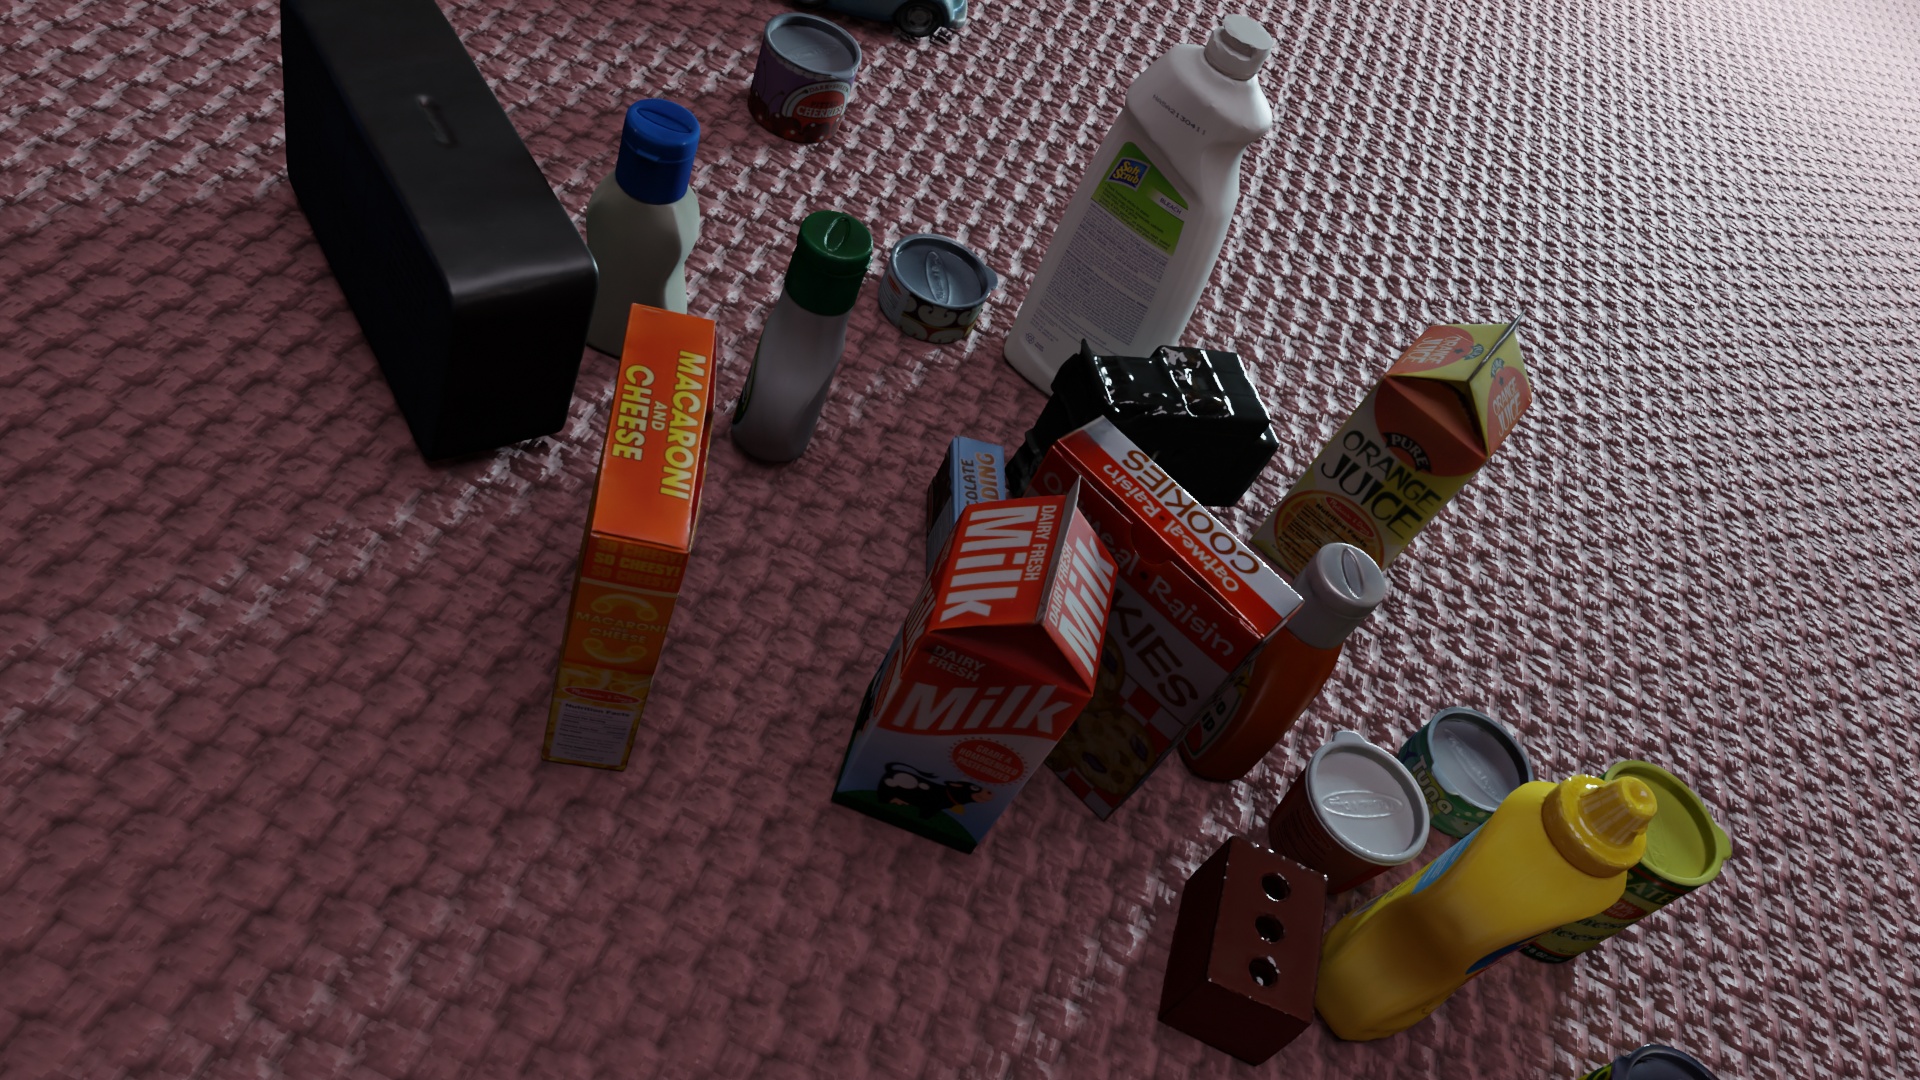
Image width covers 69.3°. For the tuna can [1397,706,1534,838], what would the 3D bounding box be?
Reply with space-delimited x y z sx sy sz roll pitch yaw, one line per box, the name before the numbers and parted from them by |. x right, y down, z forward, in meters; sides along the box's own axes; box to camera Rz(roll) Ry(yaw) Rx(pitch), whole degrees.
tuna can | 0.275 0.129 0.763 0.071 0.032 0.071 12 49 -15

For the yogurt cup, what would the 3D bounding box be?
yogurt cup | 0.193 0.142 0.700 0.072 0.053 0.073 12 49 -15

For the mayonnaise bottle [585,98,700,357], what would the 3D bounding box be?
mayonnaise bottle | -0.167 -0.159 0.724 0.065 0.147 0.041 22 47 -7

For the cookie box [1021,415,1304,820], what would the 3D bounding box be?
cookie box | 0.066 0.041 0.650 0.123 0.166 0.040 44 49 14

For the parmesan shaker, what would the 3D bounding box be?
parmesan shaker | 0.324 0.166 0.706 0.071 0.102 0.072 12 49 -15

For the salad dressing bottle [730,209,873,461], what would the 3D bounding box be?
salad dressing bottle | -0.082 -0.103 0.716 0.044 0.146 0.064 22 47 -6

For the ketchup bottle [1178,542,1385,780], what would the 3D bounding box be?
ketchup bottle | 0.156 0.059 0.688 0.043 0.148 0.065 11 49 -16

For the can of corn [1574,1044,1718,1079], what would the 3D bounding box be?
can of corn | 0.313 0.274 0.642 0.071 0.058 0.071 12 49 -15

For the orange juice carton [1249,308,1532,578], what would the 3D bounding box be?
orange juice carton | 0.253 -0.050 0.791 0.073 0.191 0.072 41 48 11

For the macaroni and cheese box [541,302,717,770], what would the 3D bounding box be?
macaroni and cheese box | -0.140 0.002 0.590 0.040 0.165 0.124 11 49 -16

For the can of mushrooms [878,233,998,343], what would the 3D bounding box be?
can of mushrooms | -0.014 -0.157 0.869 0.071 0.033 0.071 12 49 -15

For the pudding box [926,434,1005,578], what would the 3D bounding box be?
pudding box | 0.003 -0.009 0.743 0.030 0.049 0.084 12 49 -15

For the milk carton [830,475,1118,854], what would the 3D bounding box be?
milk carton | 0.010 0.054 0.598 0.073 0.189 0.073 22 47 -6

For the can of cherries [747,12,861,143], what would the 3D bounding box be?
can of cherries | -0.105 -0.310 0.937 0.071 0.058 0.072 12 49 -15
